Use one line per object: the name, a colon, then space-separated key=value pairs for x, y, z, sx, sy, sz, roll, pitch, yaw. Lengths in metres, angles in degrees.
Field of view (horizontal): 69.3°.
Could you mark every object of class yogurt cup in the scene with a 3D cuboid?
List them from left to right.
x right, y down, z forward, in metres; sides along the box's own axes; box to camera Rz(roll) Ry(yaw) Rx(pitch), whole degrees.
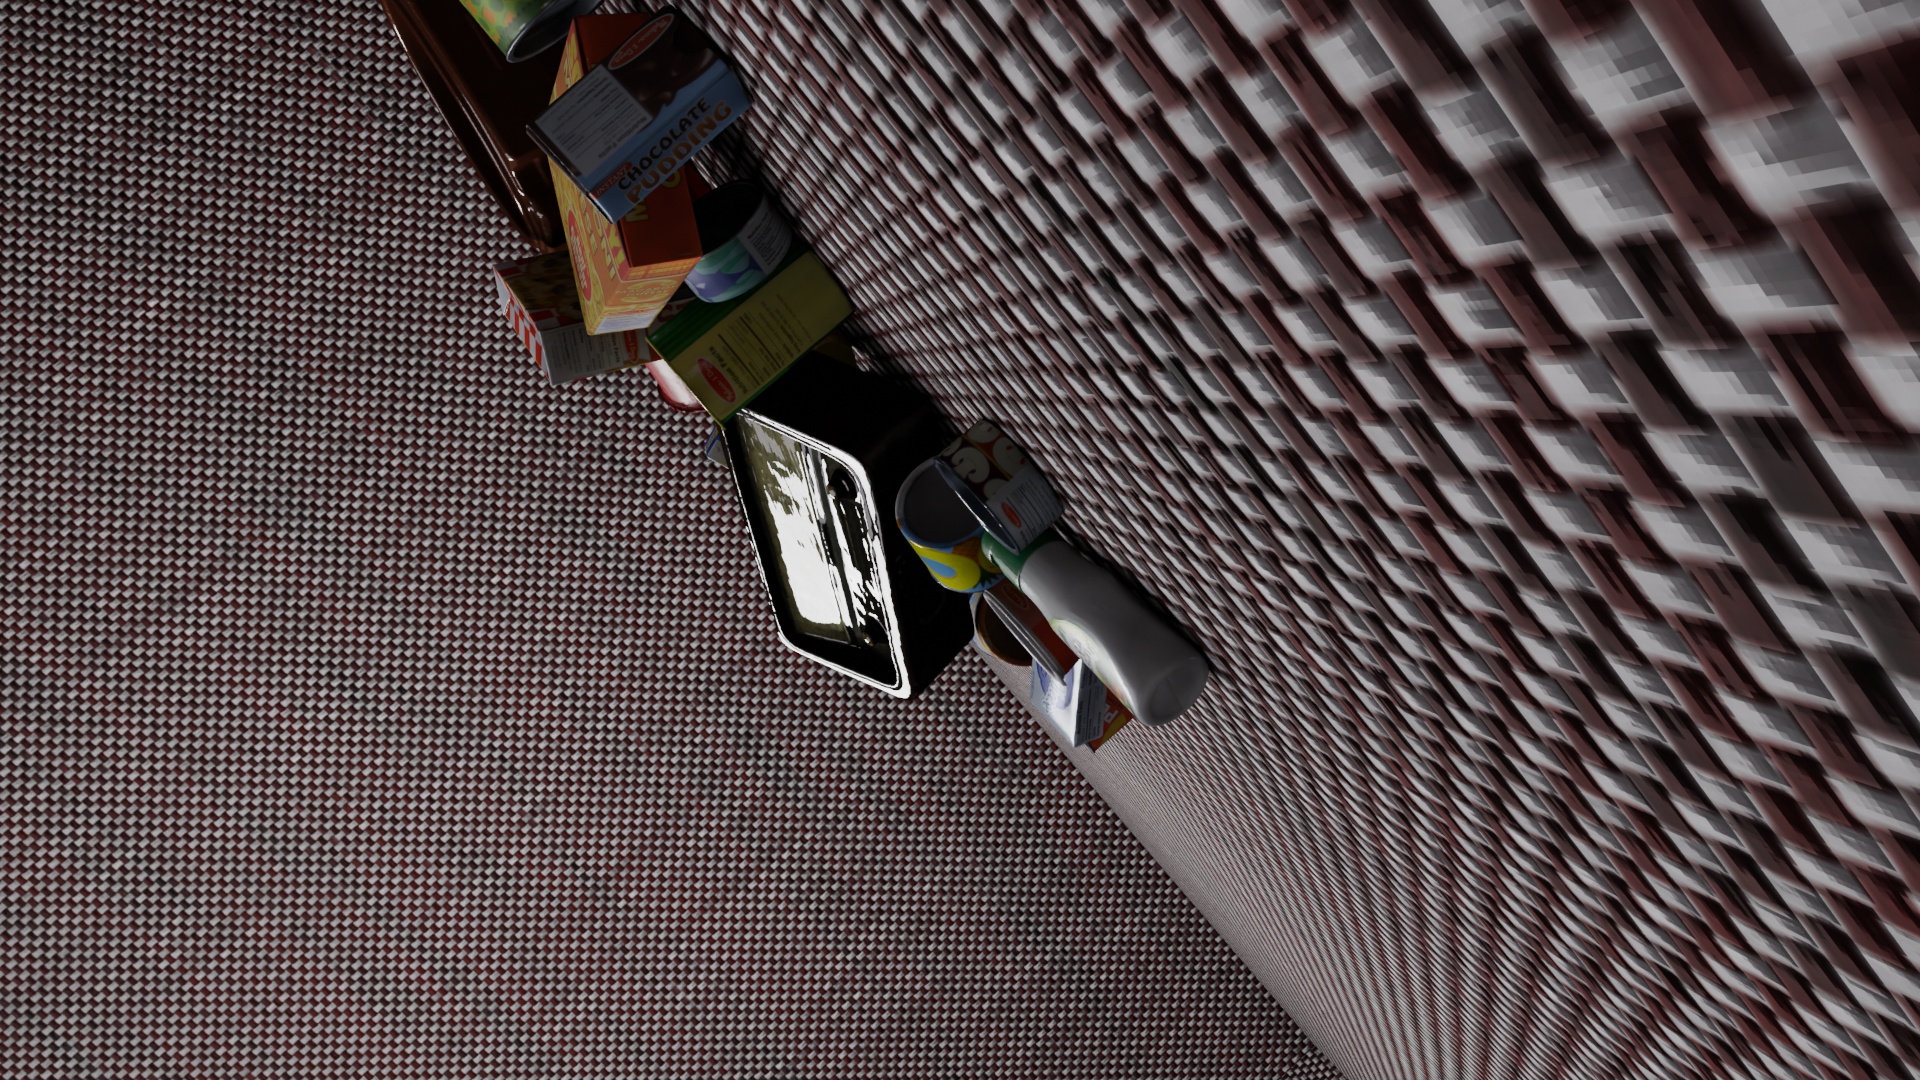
yogurt cup: x=0.054 y=0.038 z=0.796 sx=0.072 sy=0.054 sz=0.072 roll=49 pitch=175 yaw=6

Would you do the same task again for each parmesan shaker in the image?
parmesan shaker: x=-0.120 y=-0.122 z=0.805 sx=0.071 sy=0.103 sz=0.071 roll=49 pitch=175 yaw=6

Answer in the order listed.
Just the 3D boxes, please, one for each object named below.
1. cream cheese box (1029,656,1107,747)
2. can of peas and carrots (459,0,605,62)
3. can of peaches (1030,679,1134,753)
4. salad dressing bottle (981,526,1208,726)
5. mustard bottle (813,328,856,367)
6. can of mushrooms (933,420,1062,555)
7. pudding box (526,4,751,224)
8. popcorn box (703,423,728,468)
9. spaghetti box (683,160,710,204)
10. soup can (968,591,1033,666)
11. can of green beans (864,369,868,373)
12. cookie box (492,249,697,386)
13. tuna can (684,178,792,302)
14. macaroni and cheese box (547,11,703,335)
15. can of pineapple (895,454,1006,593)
cream cheese box: x=0.069 y=0.075 z=0.871 sx=0.053 sy=0.024 sz=0.103 roll=44 pitch=144 yaw=42
can of peas and carrots: x=-0.202 y=-0.267 z=0.642 sx=0.058 sy=0.071 sz=0.071 roll=51 pitch=175 yaw=-13
can of peaches: x=0.091 y=0.102 z=0.951 sx=0.071 sy=0.058 sz=0.071 roll=49 pitch=175 yaw=6
salad dressing bottle: x=0.066 y=0.035 z=0.723 sx=0.148 sy=0.044 sz=0.064 roll=45 pitch=173 yaw=41
mustard bottle: x=-0.109 y=-0.135 z=0.939 sx=0.065 sy=0.049 sz=0.161 roll=45 pitch=179 yaw=-41
can of mushrooms: x=0.018 y=-0.029 z=0.713 sx=0.071 sy=0.033 sz=0.071 roll=48 pitch=176 yaw=5
pudding box: x=-0.138 y=-0.184 z=0.600 sx=0.050 sy=0.084 sz=0.030 roll=47 pitch=177 yaw=20
popcorn box: x=-0.113 y=-0.072 z=1.027 sx=0.126 sy=0.085 sz=0.038 roll=29 pitch=-170 yaw=-17
spaghetti box: x=-0.174 y=-0.216 z=1.011 sx=0.050 sy=0.029 sz=0.249 roll=45 pitch=174 yaw=45
soup can: x=0.038 y=0.054 z=0.985 sx=0.071 sy=0.071 sz=0.083 roll=49 pitch=175 yaw=-2
can of green beans: x=-0.070 y=-0.071 z=0.960 sx=0.058 sy=0.071 sz=0.071 roll=43 pitch=175 yaw=-1
cookie box: x=-0.196 y=-0.156 z=0.882 sx=0.123 sy=0.168 sz=0.040 roll=44 pitch=144 yaw=49
tuna can: x=-0.130 y=-0.164 z=0.767 sx=0.071 sy=0.071 sz=0.032 roll=43 pitch=173 yaw=50
macaroni and cheese box: x=-0.182 y=-0.185 z=0.731 sx=0.166 sy=0.040 sz=0.123 roll=171 pitch=87 yaw=-69
can of pineapple: x=0.003 y=-0.010 z=0.816 sx=0.071 sy=0.071 sz=0.057 roll=46 pitch=174 yaw=33
